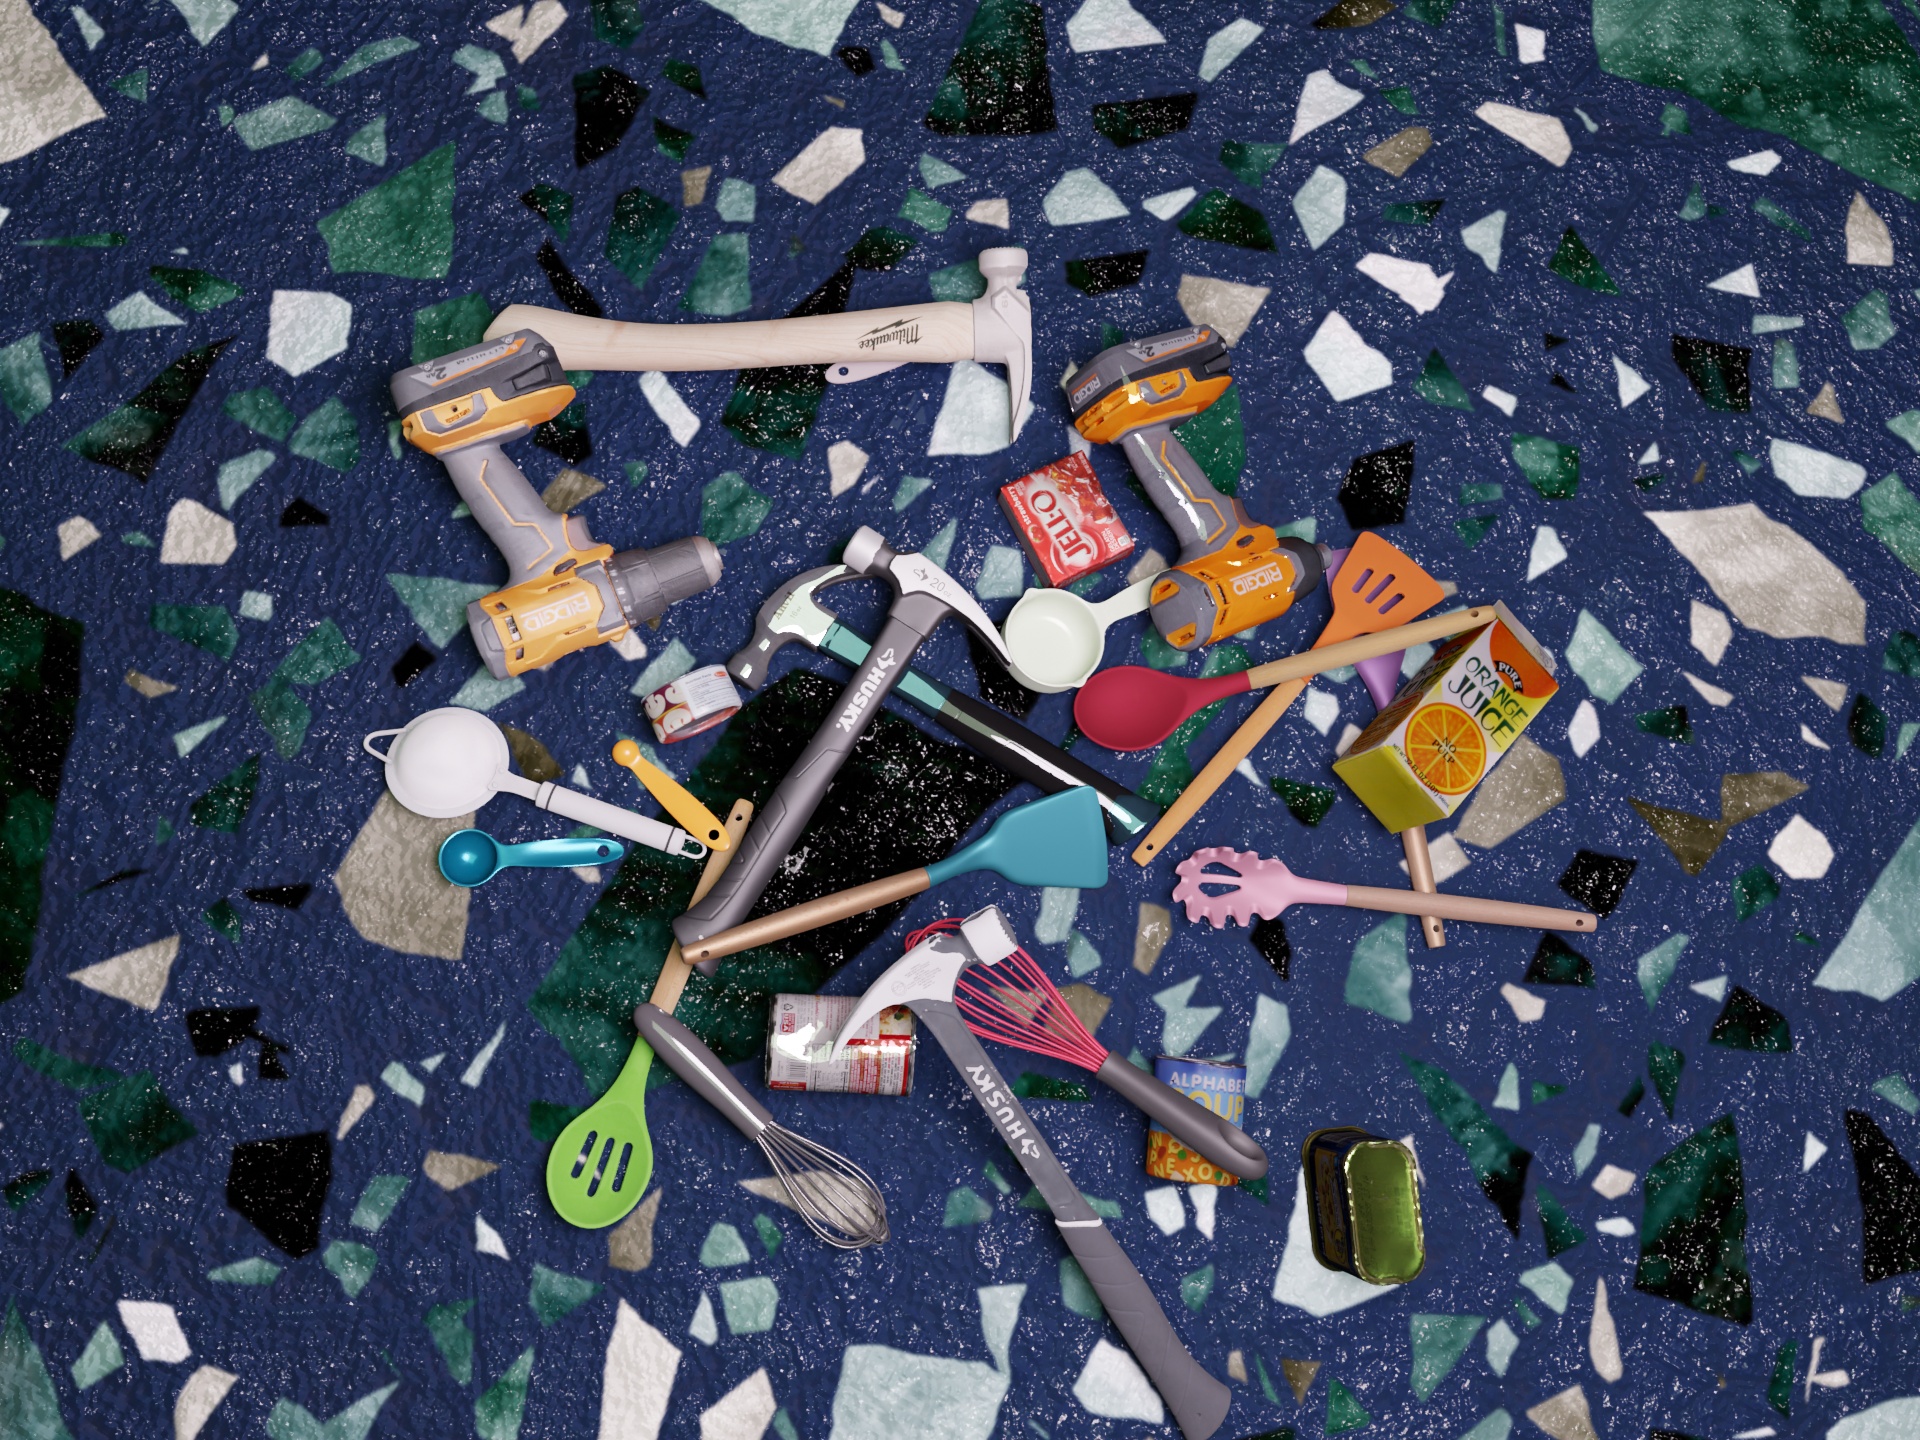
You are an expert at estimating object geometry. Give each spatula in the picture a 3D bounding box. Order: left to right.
[{"bbox_3d":[-0.044,0.121,1.128,0.317,0.044,0.082,-16,110,-22],"label":"spatula"},{"bbox_3d":[0.241,-0.012,1.210,0.081,0.041,0.322,41,85,12],"label":"spatula"},{"bbox_3d":[0.336,0.017,1.224,0.059,0.018,0.316,-8,80,-5],"label":"spatula"}]

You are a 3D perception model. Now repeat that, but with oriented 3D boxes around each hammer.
[{"bbox_3d":[-0.150,-0.277,1.209,0.410,0.038,0.146,-3,96,-3],"label":"hammer"},{"bbox_3d":[-0.097,0.034,1.136,0.146,0.035,0.335,32,81,0],"label":"hammer"},{"bbox_3d":[-0.002,-0.004,1.185,0.331,0.033,0.128,31,79,0],"label":"hammer"},{"bbox_3d":[0.065,0.328,1.083,0.149,0.036,0.409,-31,99,7],"label":"hammer"}]

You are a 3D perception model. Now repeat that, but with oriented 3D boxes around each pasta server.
[{"bbox_3d":[0.314,0.134,1.177,0.316,0.040,0.060,6,96,1],"label":"pasta server"}]

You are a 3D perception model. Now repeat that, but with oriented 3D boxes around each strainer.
[{"bbox_3d":[-0.304,0.049,1.141,0.258,0.050,0.087,20,64,-6],"label":"strainer"}]

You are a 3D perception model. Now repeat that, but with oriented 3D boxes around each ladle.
[{"bbox_3d":[0.239,-0.039,1.183,0.315,0.031,0.069,-15,69,7],"label":"ladle"}]

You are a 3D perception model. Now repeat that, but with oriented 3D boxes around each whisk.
[{"bbox_3d":[-0.138,0.280,1.103,0.239,0.055,0.055,44,79,-1],"label":"whisk"},{"bbox_3d":[0.084,0.227,1.107,0.296,0.073,0.073,32,78,16],"label":"whisk"}]

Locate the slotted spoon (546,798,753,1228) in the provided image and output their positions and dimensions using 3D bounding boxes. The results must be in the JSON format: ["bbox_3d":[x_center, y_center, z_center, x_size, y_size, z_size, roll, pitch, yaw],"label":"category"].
[{"bbox_3d":[-0.210,0.202,1.129,0.070,0.031,0.314,21,77,-3],"label":"slotted spoon"}]

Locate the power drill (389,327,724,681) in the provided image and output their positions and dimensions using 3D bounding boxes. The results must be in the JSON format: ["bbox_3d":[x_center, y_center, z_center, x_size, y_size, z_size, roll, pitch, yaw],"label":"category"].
[{"bbox_3d":[-0.290,-0.162,1.150,0.185,0.084,0.226,-21,94,-9],"label":"power drill"}]

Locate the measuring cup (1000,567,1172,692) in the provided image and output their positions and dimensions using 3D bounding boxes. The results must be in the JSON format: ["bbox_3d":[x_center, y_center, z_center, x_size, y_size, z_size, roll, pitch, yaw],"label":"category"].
[{"bbox_3d":[0.104,-0.076,1.211,0.167,0.038,0.083,-26,83,-20],"label":"measuring cup"}]

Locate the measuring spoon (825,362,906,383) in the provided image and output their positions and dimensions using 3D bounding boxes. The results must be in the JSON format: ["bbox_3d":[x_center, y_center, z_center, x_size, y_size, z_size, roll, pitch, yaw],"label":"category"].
[{"bbox_3d":[-0.047,-0.288,1.238,0.124,0.018,0.034,-21,83,-9],"label":"measuring spoon"}]

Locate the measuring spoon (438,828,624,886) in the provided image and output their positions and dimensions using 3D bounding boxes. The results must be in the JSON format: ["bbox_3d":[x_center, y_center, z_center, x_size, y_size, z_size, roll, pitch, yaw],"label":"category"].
[{"bbox_3d":[-0.308,0.099,1.145,0.128,0.021,0.042,-2,74,-16],"label":"measuring spoon"}]

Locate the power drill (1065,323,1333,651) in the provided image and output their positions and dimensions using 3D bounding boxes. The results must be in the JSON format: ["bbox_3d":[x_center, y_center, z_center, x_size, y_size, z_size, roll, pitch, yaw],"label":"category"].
[{"bbox_3d":[0.188,-0.178,1.207,0.164,0.084,0.226,-20,86,-30],"label":"power drill"}]

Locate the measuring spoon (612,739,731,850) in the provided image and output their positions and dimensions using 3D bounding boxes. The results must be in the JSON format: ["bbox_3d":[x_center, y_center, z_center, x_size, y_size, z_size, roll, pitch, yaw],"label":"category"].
[{"bbox_3d":[-0.210,0.054,1.154,0.117,0.011,0.021,41,79,12],"label":"measuring spoon"}]
